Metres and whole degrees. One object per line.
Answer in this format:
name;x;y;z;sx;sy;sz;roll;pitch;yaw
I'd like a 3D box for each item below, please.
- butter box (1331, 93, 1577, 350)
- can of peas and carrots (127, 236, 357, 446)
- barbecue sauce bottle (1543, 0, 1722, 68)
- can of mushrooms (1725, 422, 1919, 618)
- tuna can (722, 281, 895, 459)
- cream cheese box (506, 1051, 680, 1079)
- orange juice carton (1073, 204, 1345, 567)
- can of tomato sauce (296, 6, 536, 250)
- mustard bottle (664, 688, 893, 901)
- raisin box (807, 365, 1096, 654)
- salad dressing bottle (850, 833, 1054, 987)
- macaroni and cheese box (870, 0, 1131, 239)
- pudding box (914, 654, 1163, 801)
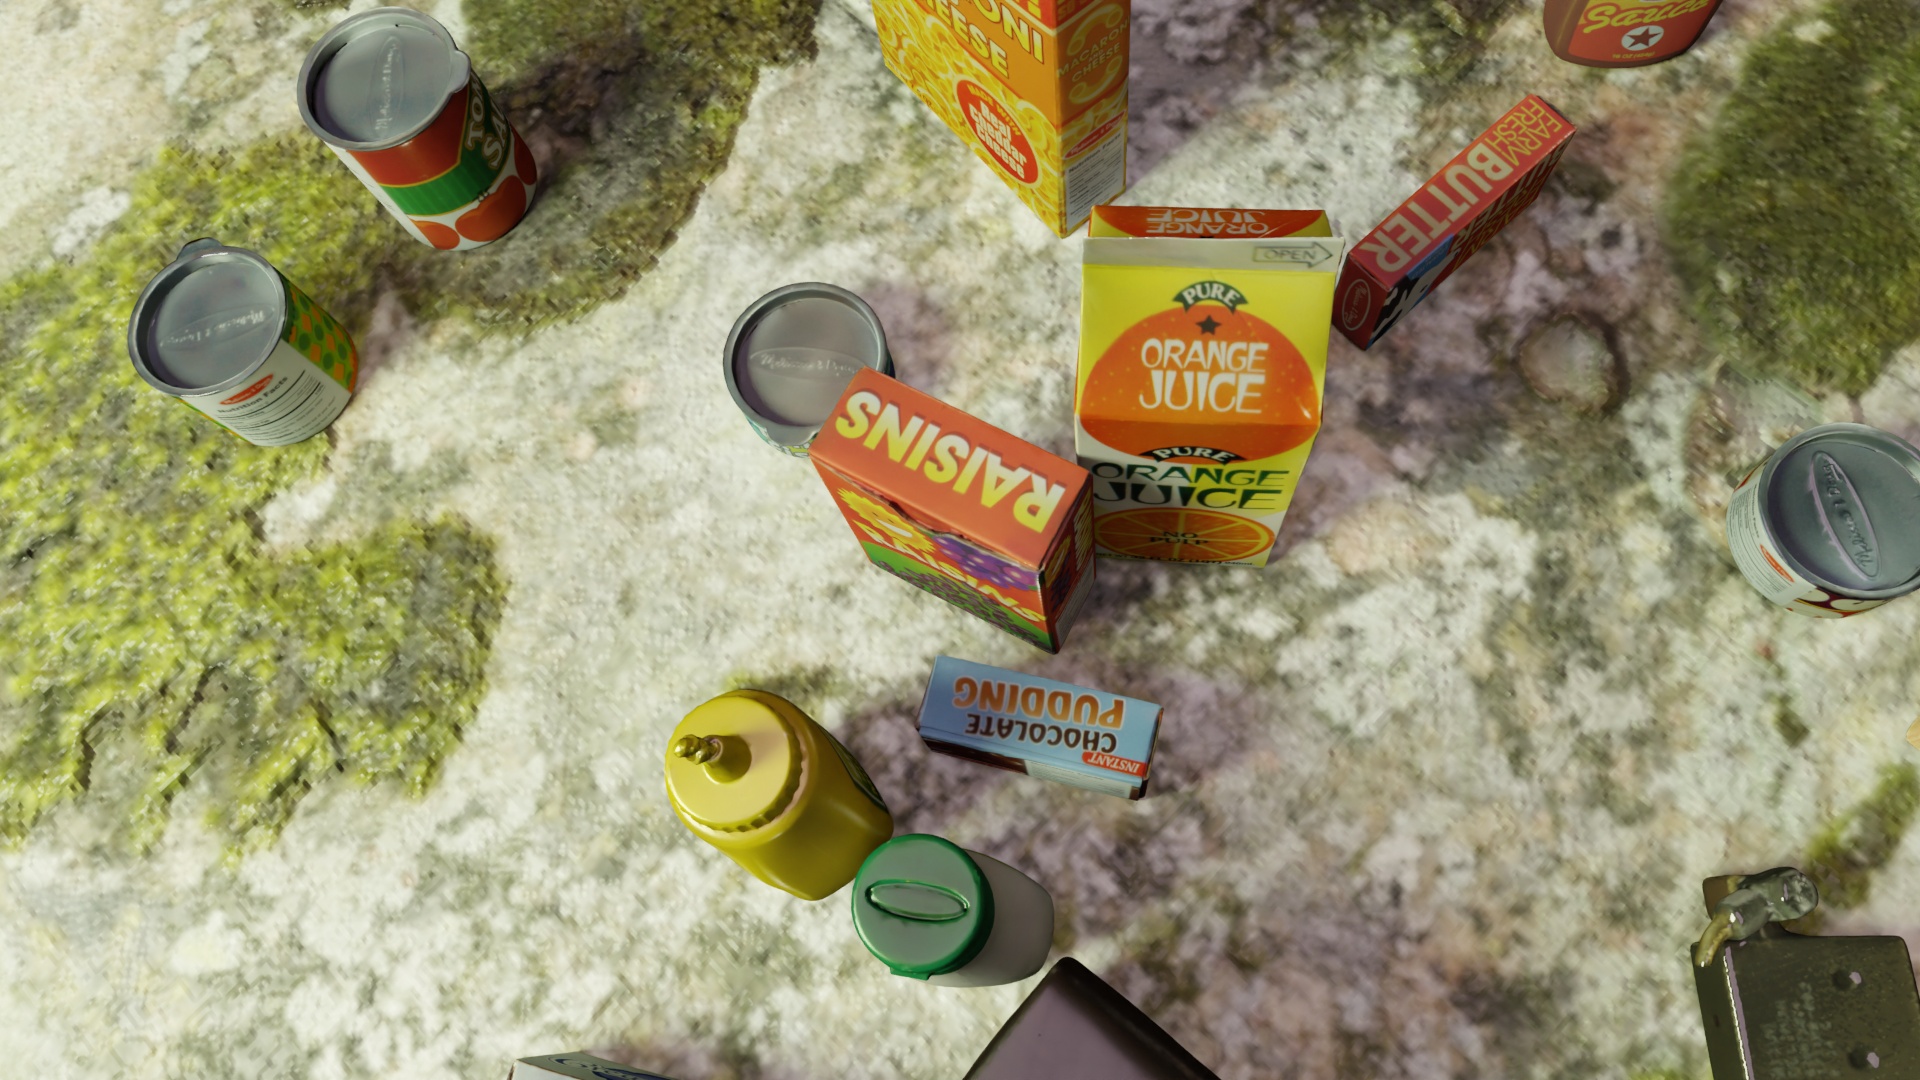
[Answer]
butter box;0.191;-0.124;0.545;0.103;0.053;0.024;-41;73;-8
can of peas and carrots;-0.296;-0.081;0.576;0.071;0.058;0.071;-2;72;5
barbecue sauce bottle;0.273;-0.240;0.524;0.065;0.148;0.044;-1;73;5
can of mushrooms;0.321;-0.007;0.505;0.071;0.033;0.071;-2;72;5
tuna can;-0.060;-0.066;0.562;0.071;0.032;0.071;-2;72;5
cream cheese box;-0.098;0.199;0.470;0.104;0.053;0.024;12;74;9
orange juice carton;0.076;-0.052;0.460;0.072;0.192;0.073;3;73;7
can of tomato sauce;-0.224;-0.171;0.585;0.071;0.083;0.071;-2;72;5
mustard bottle;-0.061;0.079;0.448;0.049;0.160;0.065;-41;73;-7
raisin box;0.002;-0.006;0.489;0.086;0.123;0.040;27;77;13
salad dressing bottle;-0.004;0.118;0.437;0.064;0.147;0.044;8;74;8
macaroni and cheese box;0.011;-0.205;0.529;0.040;0.166;0.124;-40;73;-7
pudding box;0.029;0.068;0.501;0.084;0.049;0.030;12;74;9
